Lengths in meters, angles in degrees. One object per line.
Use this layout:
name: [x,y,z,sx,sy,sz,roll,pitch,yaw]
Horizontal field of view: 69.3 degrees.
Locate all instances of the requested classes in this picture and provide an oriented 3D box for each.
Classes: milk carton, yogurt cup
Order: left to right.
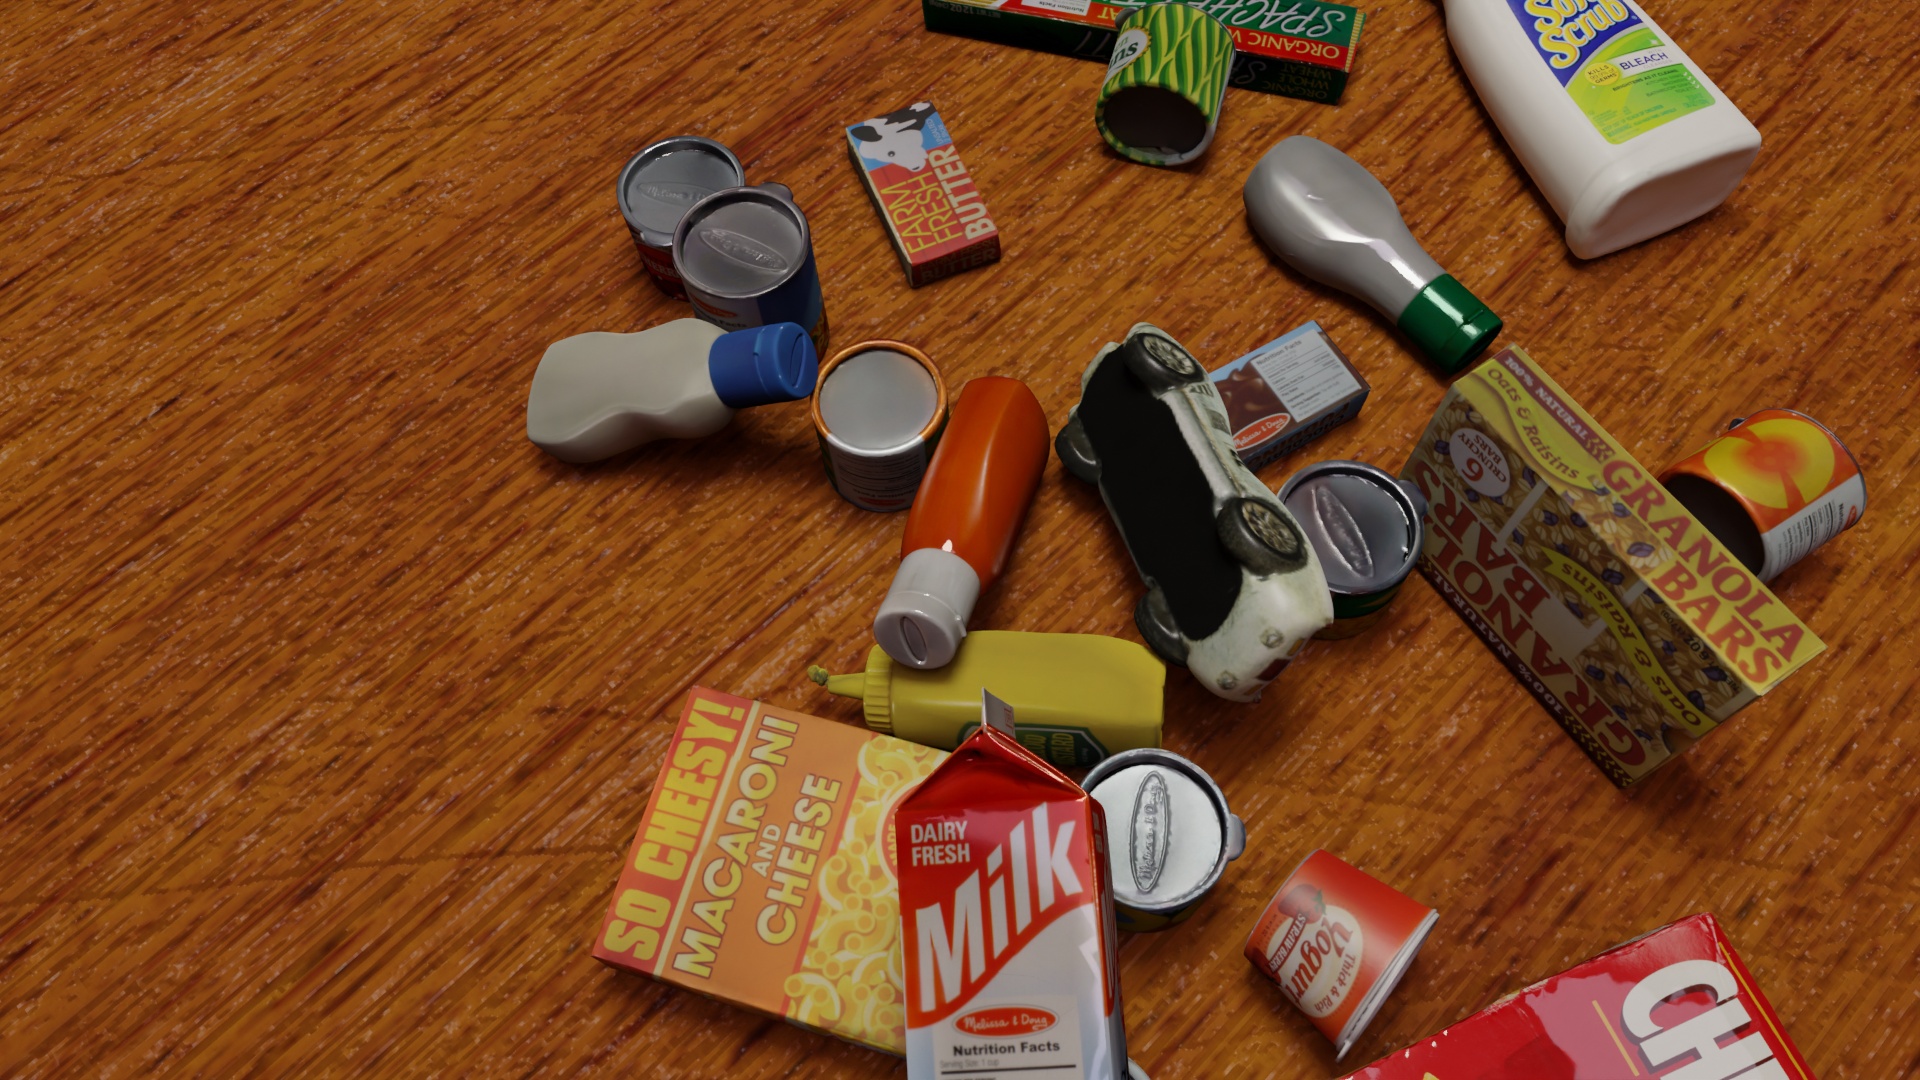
milk carton: [0.020,0.152,0.511,0.073,0.072,0.191,-6,75,9]
yogurt cup: [0.152,0.162,0.561,0.054,0.072,0.072,35,71,25]

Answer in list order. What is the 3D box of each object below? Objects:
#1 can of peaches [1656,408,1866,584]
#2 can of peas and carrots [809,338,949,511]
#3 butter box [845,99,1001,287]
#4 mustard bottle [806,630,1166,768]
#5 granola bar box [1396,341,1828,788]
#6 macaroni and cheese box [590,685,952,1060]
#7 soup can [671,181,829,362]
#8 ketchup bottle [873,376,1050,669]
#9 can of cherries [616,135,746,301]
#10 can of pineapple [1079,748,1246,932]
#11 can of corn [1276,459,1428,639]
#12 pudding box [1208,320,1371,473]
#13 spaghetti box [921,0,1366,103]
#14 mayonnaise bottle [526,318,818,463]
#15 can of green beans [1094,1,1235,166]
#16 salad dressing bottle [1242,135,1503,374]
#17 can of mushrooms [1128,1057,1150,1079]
can of peaches: [0.362,-0.019,0.637,0.058,0.071,0.071,-30,67,-11]
can of peas and carrots: [-0.038,-0.058,0.676,0.071,0.058,0.071,-1,65,2]
butter box: [-0.021,-0.189,0.757,0.053,0.024,0.104,-21,65,-7]
mustard bottle: [0.010,0.069,0.613,0.160,0.065,0.049,3,59,10]
granola bar box: [0.259,0.015,0.591,0.039,0.123,0.166,-31,67,-14]
macaroni and cheese box: [-0.054,0.143,0.590,0.166,0.040,0.124,14,66,8]
soup can: [-0.101,-0.127,0.697,0.071,0.083,0.071,-1,65,2]
ketchup bottle: [0.002,-0.008,0.622,0.043,0.064,0.150,1,42,21]
can of cherries: [-0.143,-0.167,0.733,0.071,0.058,0.072,-1,65,1]
can of pineapple: [0.079,0.128,0.582,0.071,0.057,0.071,-1,65,2]
can of corn: [0.174,0.004,0.637,0.071,0.058,0.071,-1,64,2]
pudding box: [0.153,-0.069,0.688,0.084,0.030,0.050,-28,68,-10]
spaghetti box: [0.103,-0.301,0.802,0.250,0.028,0.050,14,66,9]
mayonnaise bottle: [-0.140,-0.076,0.668,0.148,0.041,0.065,-5,65,27]
can of green beans: [0.111,-0.247,0.755,0.071,0.071,0.058,14,67,9]
salad dressing bottle: [0.212,-0.147,0.716,0.064,0.043,0.148,-35,69,-15]
can of mushrooms: [0.047,0.235,0.546,0.071,0.033,0.071,-1,65,1]
